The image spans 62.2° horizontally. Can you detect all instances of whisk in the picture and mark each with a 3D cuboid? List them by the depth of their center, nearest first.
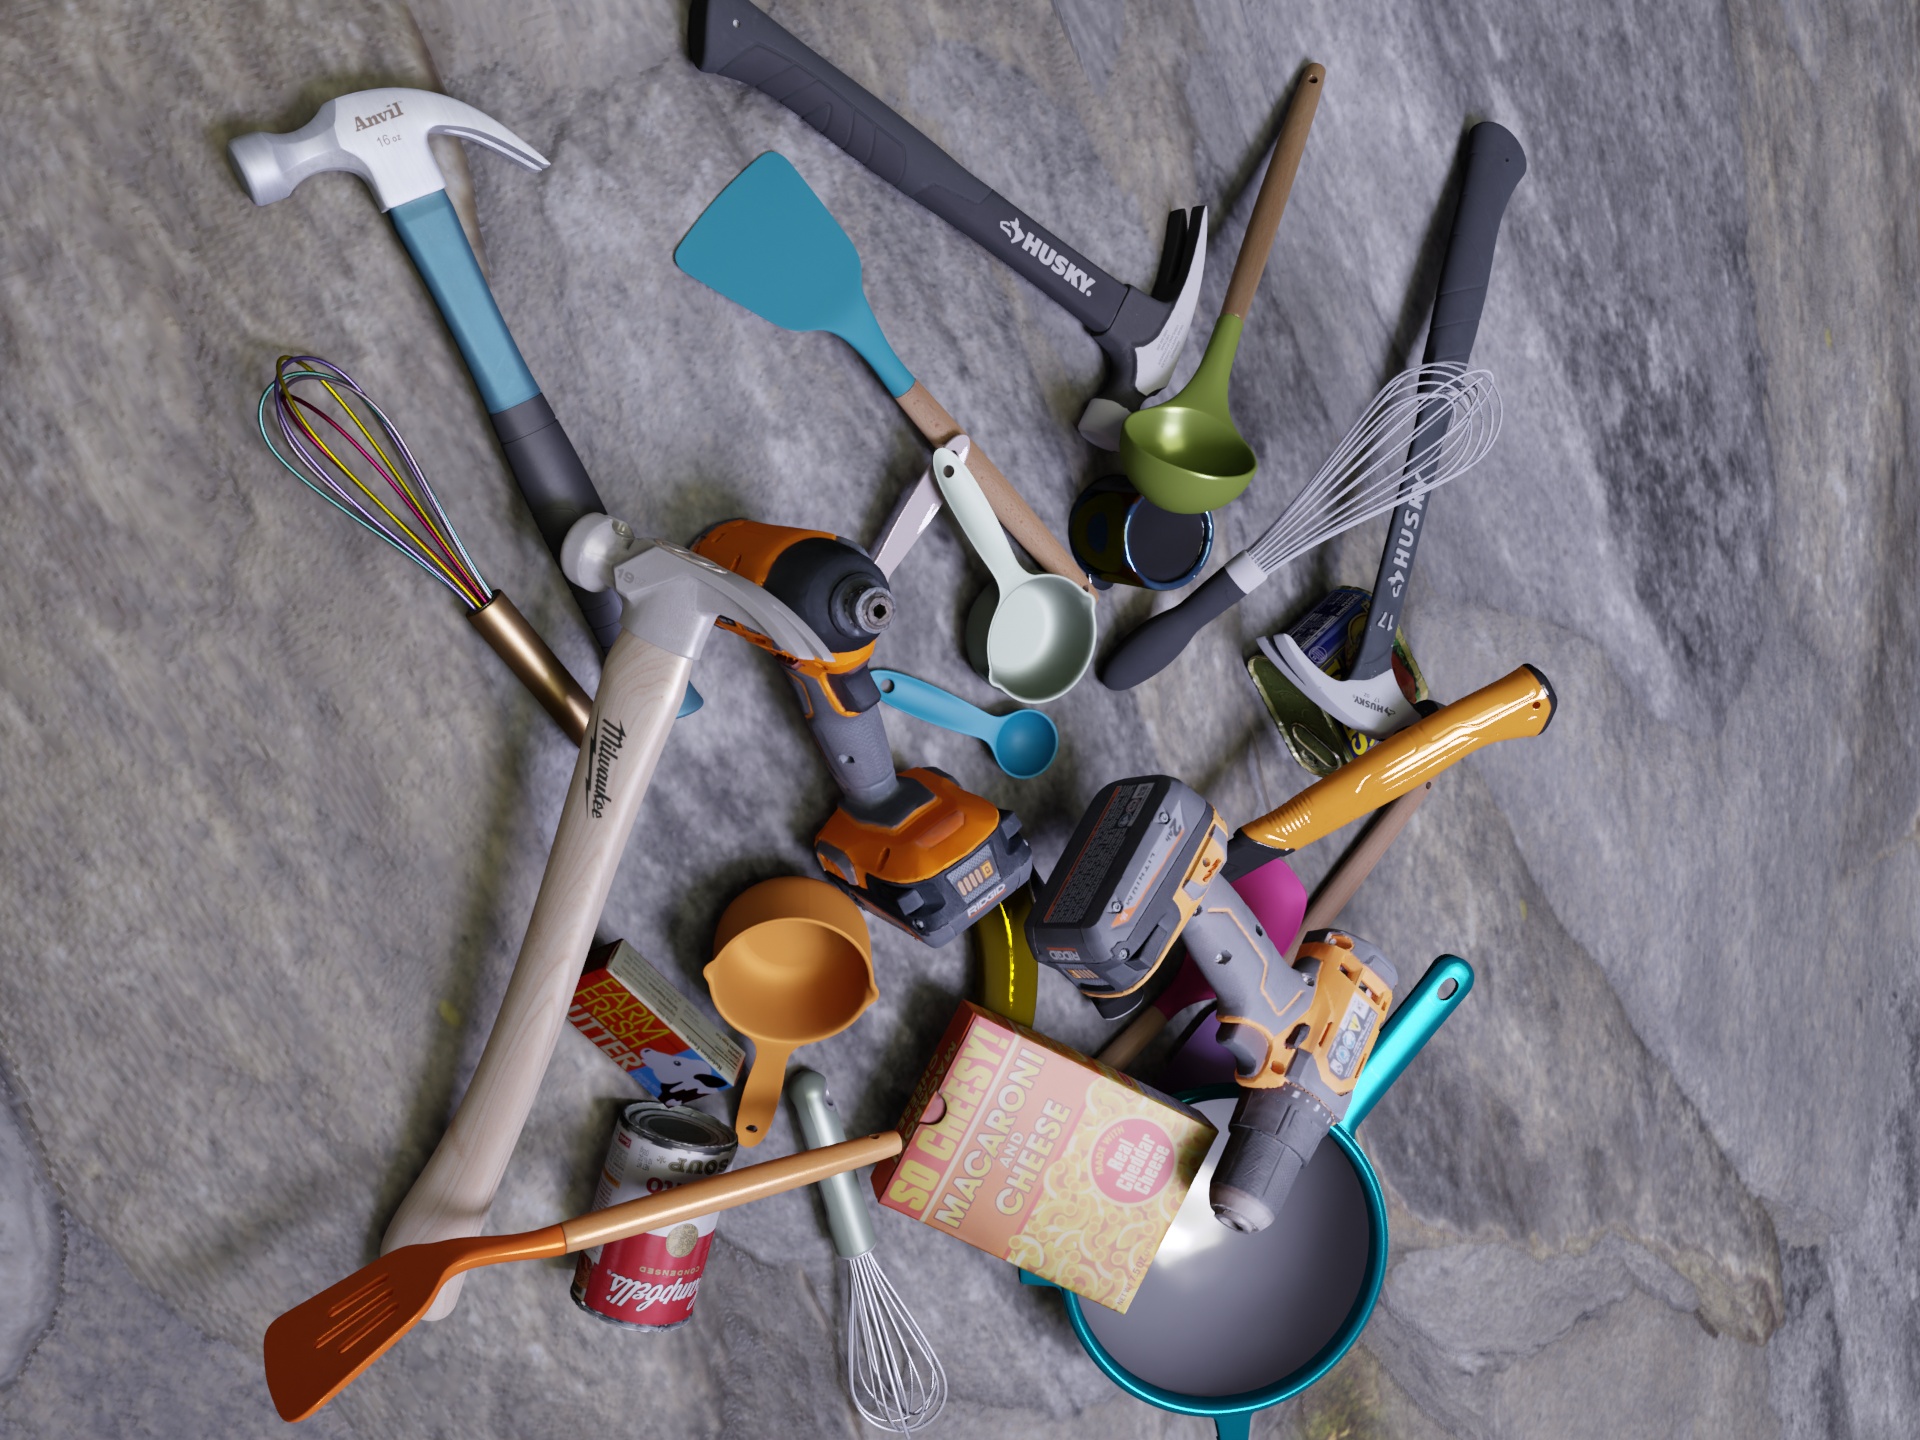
[{"bbox_3d":[-0.246,-0.071,0.768,0.051,0.047,0.244,-43,120,-16],"label":"whisk"},{"bbox_3d":[0.192,-0.108,0.932,0.284,0.070,0.070,-39,120,17],"label":"whisk"},{"bbox_3d":[-0.060,0.319,0.942,0.059,0.058,0.246,-14,103,4],"label":"whisk"}]

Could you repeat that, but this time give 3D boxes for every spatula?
[{"bbox_3d":[-0.174,0.259,0.791,0.322,0.081,0.041,-9,107,-29],"label":"spatula"},{"bbox_3d":[-0.020,-0.169,0.885,0.082,0.044,0.317,-52,123,-11],"label":"spatula"},{"bbox_3d":[0.231,0.154,1.083,0.316,0.018,0.059,-50,120,-10],"label":"spatula"}]

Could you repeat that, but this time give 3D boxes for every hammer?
[{"bbox_3d":[-0.191,0.115,0.774,0.038,0.146,0.410,1,113,-63],"label":"hammer"},{"bbox_3d":[-0.213,-0.142,0.778,0.128,0.033,0.330,-30,113,-19],"label":"hammer"},{"bbox_3d":[-0.001,-0.291,0.864,0.334,0.035,0.146,28,86,-29],"label":"hammer"},{"bbox_3d":[0.202,0.055,0.966,0.337,0.034,0.127,-30,113,5],"label":"hammer"},{"bbox_3d":[0.294,-0.190,1.007,0.149,0.036,0.409,19,80,-23],"label":"hammer"}]

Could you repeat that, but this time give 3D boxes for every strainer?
[{"bbox_3d":[0.200,0.277,1.026,0.211,0.095,0.340,42,86,-8],"label":"strainer"}]

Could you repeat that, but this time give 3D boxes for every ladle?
[{"bbox_3d":[0.166,-0.258,0.916,0.078,0.062,0.320,19,73,3],"label":"ladle"}]

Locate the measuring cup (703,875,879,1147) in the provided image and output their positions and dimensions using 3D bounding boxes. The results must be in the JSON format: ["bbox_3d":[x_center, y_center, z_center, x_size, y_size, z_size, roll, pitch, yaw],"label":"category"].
[{"bbox_3d":[-0.103,0.162,0.890,0.095,0.052,0.173,10,121,-12],"label":"measuring cup"}]

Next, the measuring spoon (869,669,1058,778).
[{"bbox_3d":[-0.001,-0.003,0.932,0.128,0.021,0.042,23,89,-21],"label":"measuring spoon"}]

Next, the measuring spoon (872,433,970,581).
[{"bbox_3d":[-0.034,-0.107,0.879,0.034,0.018,0.124,30,95,-42],"label":"measuring spoon"}]

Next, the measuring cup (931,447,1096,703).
[{"bbox_3d":[0.018,-0.085,0.906,0.083,0.038,0.167,-40,118,-17],"label":"measuring cup"}]

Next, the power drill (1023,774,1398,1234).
[{"bbox_3d":[0.141,0.162,0.902,0.226,0.084,0.185,42,64,-21],"label":"power drill"}]

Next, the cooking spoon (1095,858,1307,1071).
[{"bbox_3d":[0.111,0.207,1.028,0.319,0.017,0.068,-42,104,-16],"label":"cooking spoon"}]

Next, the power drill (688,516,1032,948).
[{"bbox_3d":[-0.048,0.003,0.821,0.084,0.164,0.226,-36,116,-22],"label":"power drill"}]
